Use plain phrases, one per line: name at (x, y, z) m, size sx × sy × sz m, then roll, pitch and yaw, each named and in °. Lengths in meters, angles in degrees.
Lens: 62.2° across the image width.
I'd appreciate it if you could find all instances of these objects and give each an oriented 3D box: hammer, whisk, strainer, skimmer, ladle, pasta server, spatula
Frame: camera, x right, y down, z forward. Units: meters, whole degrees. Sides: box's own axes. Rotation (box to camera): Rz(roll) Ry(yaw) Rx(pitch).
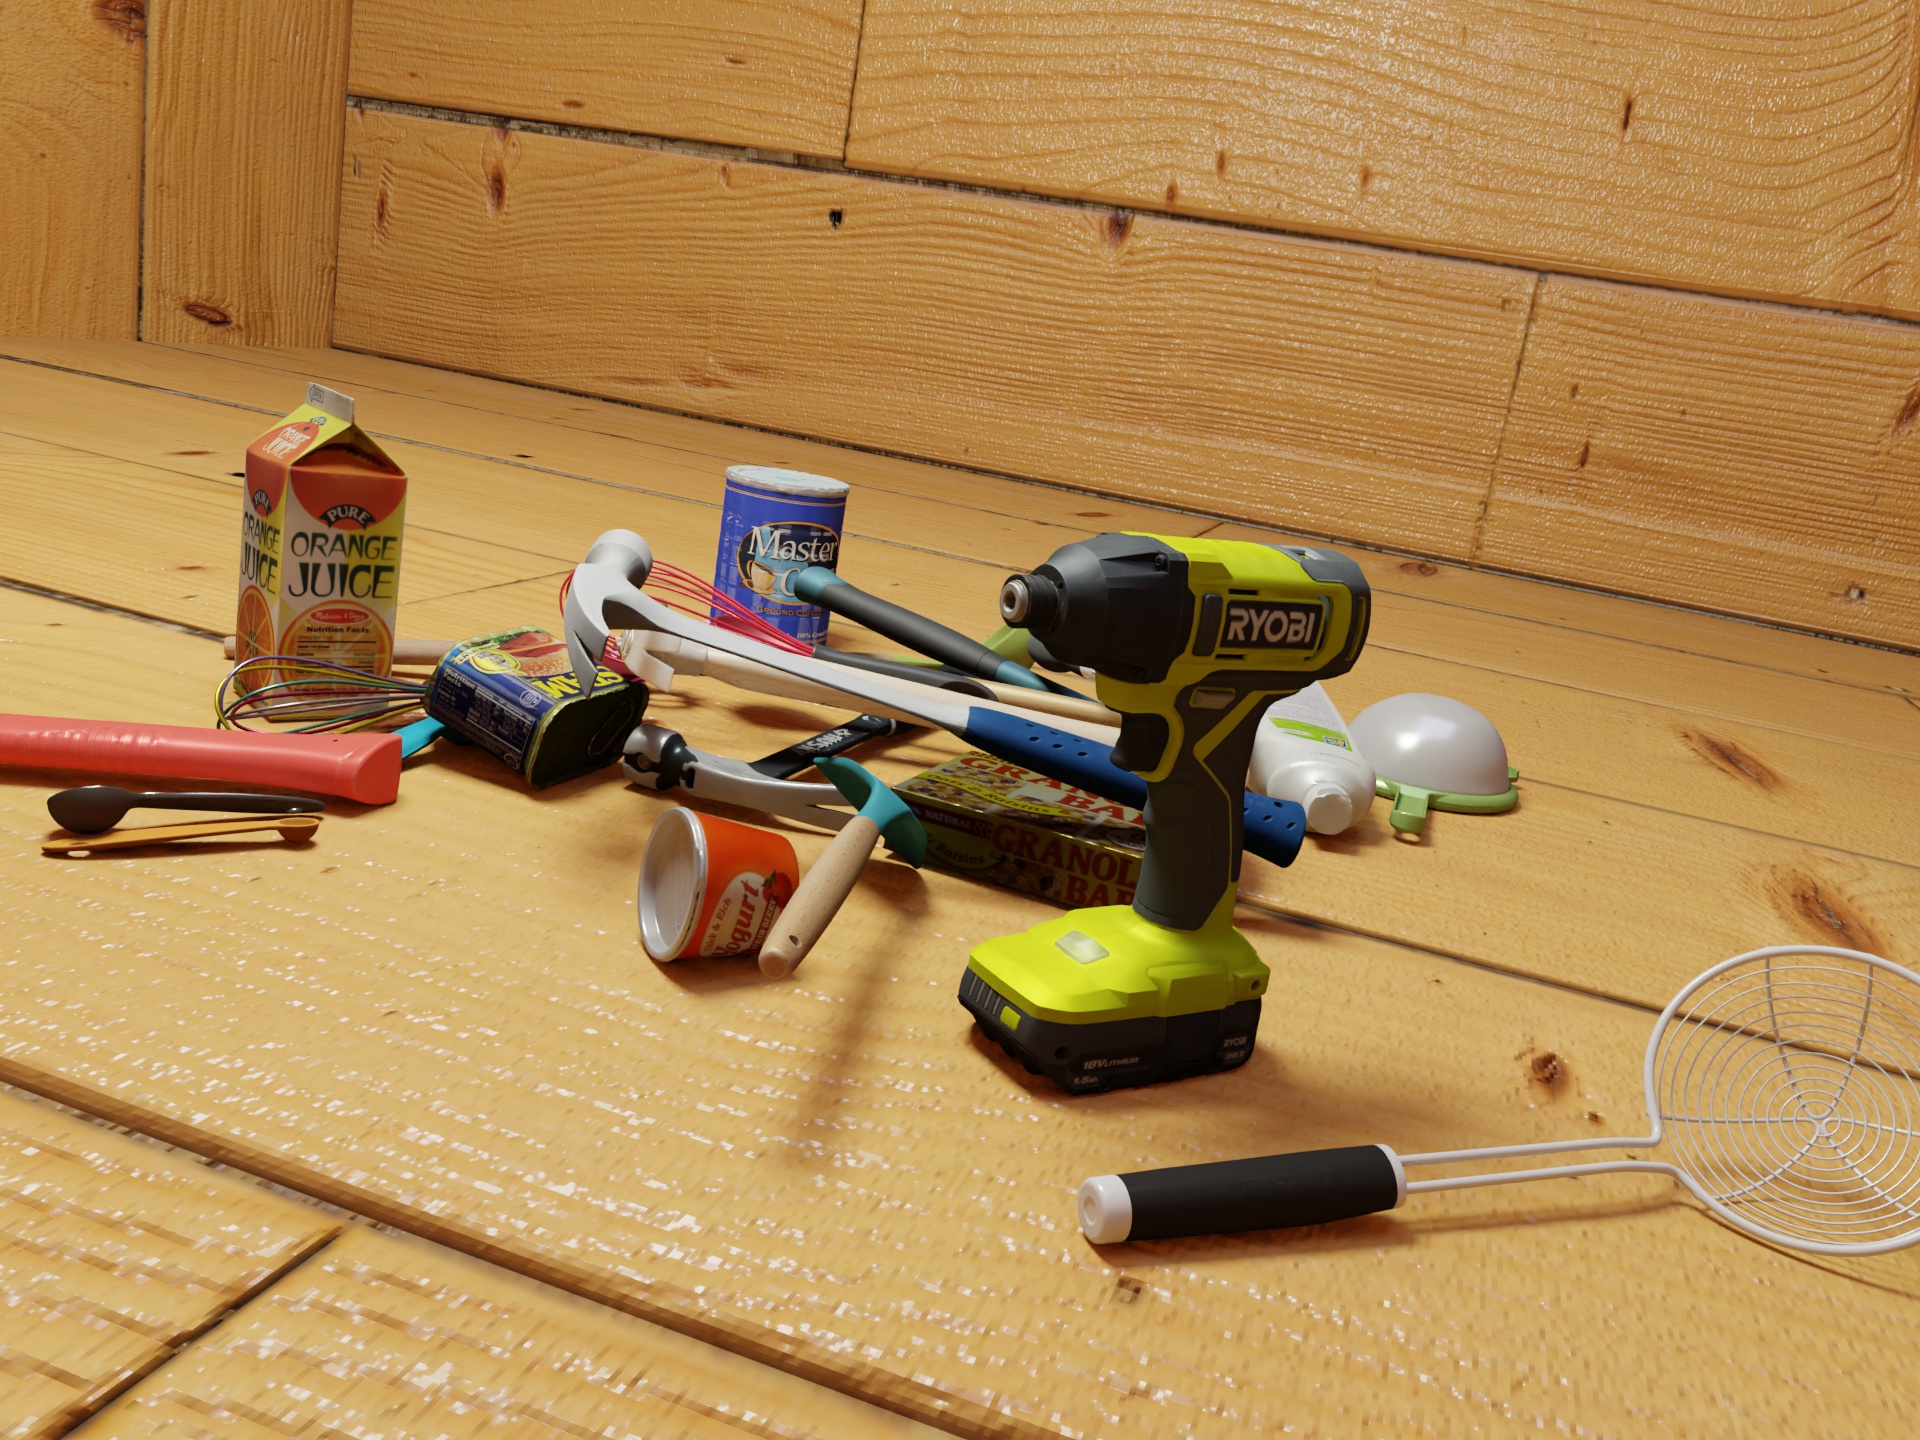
hammer at (-0.002, -0.003, 0.979) m, size 0.410 × 0.038 × 0.146 m, roll 12°, pitch 5°, yaw -19°
hammer at (-0.057, 0.003, 1.077) m, size 0.149 × 0.036 × 0.409 m, roll 15°, pitch 15°, yaw 18°
whisk at (-0.116, -0.045, 1.040) m, size 0.295 × 0.073 × 0.073 m, roll 15°, pitch 14°, yaw -6°
strainer at (0.341, 0.025, 1.174) m, size 0.151 × 0.069 × 0.256 m, roll 14°, pitch 14°, yaw 16°
skimmer at (0.220, 0.148, 0.585) m, size 0.363 × 0.090 × 0.127 m, roll 1°, pitch 48°, yaw -22°
hammer at (-0.470, 0.007, 0.800) m, size 0.359 × 0.036 × 0.149 m, roll 5°, pitch 15°, yaw -15°
hammer at (-0.009, 0.001, 0.828) m, size 0.405 × 0.035 × 0.144 m, roll 19°, pitch 23°, yaw -9°
ladle at (-0.019, -0.027, 1.089) m, size 0.315 × 0.031 × 0.069 m, roll 11°, pitch 18°, yaw 6°
ladle at (-0.082, -0.058, 1.258) m, size 0.320 × 0.062 × 0.078 m, roll -1°, pitch -10°, yaw -24°
pasta server at (-0.329, -0.053, 1.080) m, size 0.316 × 0.040 × 0.060 m, roll 1°, pitch 7°, yaw -13°
whisk at (-0.336, -0.009, 0.956) m, size 0.047 × 0.051 × 0.245 m, roll 40°, pitch 22°, yaw 23°
spatula at (-0.055, 0.065, 0.711) m, size 0.082 × 0.044 × 0.317 m, roll 47°, pitch 11°, yaw -3°
whisk at (0.105, -0.032, 1.048) m, size 0.070 × 0.070 × 0.285 m, roll 4°, pitch 10°, yaw -21°
hammer at (0.020, -0.041, 1.187) m, size 0.331 × 0.033 × 0.128 m, roll 25°, pitch 15°, yaw 20°

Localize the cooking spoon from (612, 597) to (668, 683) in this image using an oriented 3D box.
cooking spoon at (-0.255, -0.058, 1.219) m, size 0.068 × 0.017 × 0.319 m, roll 6°, pitch 15°, yaw -3°

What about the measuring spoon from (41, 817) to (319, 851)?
measuring spoon at (-0.360, 0.056, 0.739) m, size 0.117 × 0.011 × 0.021 m, roll -4°, pitch 10°, yaw -32°

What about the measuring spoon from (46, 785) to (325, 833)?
measuring spoon at (-0.366, 0.045, 0.760) m, size 0.124 × 0.018 × 0.034 m, roll 4°, pitch -24°, yaw -41°

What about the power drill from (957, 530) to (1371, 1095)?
power drill at (0.076, 0.034, 0.662) m, size 0.171 × 0.223 × 0.080 m, roll 0°, pitch 17°, yaw -34°

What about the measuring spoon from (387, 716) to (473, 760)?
measuring spoon at (-0.314, 0.016, 0.912) m, size 0.042 × 0.021 × 0.128 m, roll 28°, pitch 28°, yaw 12°
